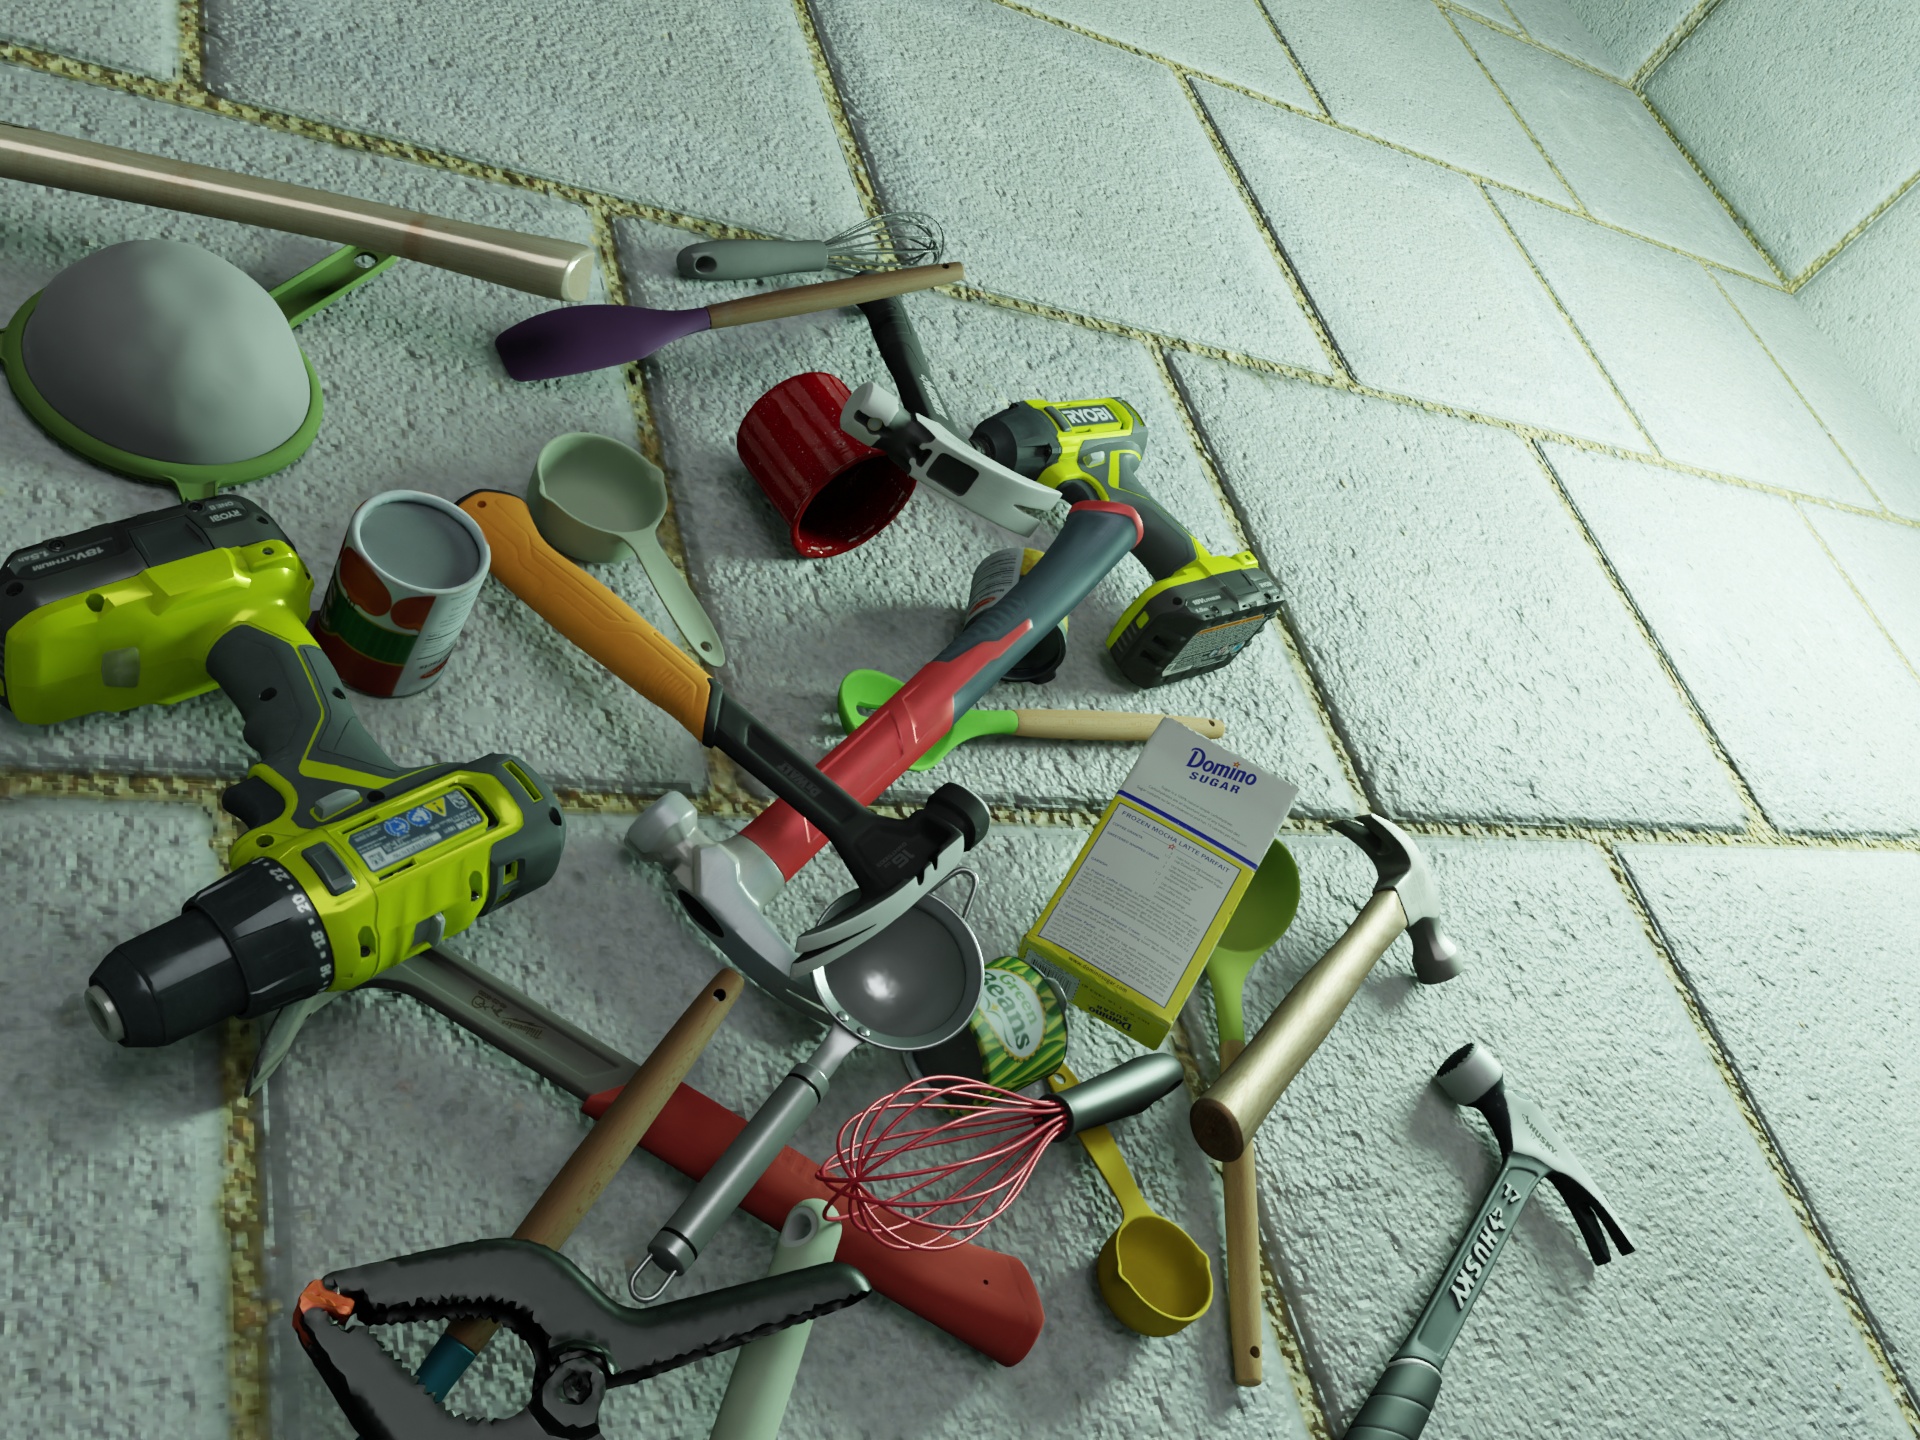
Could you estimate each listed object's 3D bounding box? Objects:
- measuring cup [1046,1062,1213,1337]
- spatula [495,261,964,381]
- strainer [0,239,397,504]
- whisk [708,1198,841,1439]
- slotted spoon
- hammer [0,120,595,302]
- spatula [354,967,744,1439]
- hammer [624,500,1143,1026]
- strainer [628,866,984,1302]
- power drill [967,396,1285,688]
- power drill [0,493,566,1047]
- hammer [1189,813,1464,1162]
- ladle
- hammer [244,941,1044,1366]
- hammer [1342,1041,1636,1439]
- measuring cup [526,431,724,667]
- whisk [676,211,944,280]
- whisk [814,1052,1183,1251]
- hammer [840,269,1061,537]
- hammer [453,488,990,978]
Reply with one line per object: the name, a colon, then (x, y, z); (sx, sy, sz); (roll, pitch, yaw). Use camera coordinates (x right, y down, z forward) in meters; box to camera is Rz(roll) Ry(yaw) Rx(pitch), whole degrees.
measuring cup: (0.074, 0.242, 0.816); (0.062, 0.029, 0.157); (5, 40, -38)
spatula: (-0.140, -0.265, 1.025); (0.316, 0.018, 0.060); (-17, 59, -22)
strainer: (-0.380, -0.226, 0.850); (0.151, 0.069, 0.256); (36, 44, -4)
whisk: (-0.091, 0.300, 0.610); (0.059, 0.058, 0.246); (57, 38, -39)
slotted spoon: (0.052, 0.004, 0.995); (0.313, 0.031, 0.070); (1, 55, -37)
hammer: (-0.404, -0.286, 0.851); (0.410, 0.038, 0.146); (5, 27, -28)
spatula: (-0.173, 0.217, 0.612); (0.082, 0.044, 0.318); (37, 57, -2)
hammer: (-0.001, -0.003, 0.891); (0.143, 0.038, 0.386); (45, 56, 3)
strainer: (-0.066, 0.158, 0.717); (0.087, 0.050, 0.258); (36, 47, 7)
power drill: (0.108, -0.135, 1.118); (0.171, 0.080, 0.223); (-15, 61, -43)
power drill: (-0.306, 0.019, 0.667); (0.229, 0.080, 0.190); (45, 45, 17)
hammer: (0.212, 0.152, 0.917); (0.331, 0.031, 0.130); (-29, 98, -53)
ladle: (0.159, 0.200, 0.883); (0.078, 0.062, 0.320); (18, 49, -16)
hammer: (-0.122, 0.191, 0.705); (0.359, 0.036, 0.149); (34, 43, -6)
hammer: (0.251, 0.338, 0.847); (0.149, 0.036, 0.409); (48, 43, 7)
measuring cup: (-0.185, -0.088, 0.898); (0.083, 0.038, 0.168); (-21, 71, -44)
whisk: (-0.104, -0.343, 1.164); (0.239, 0.055, 0.055); (-18, 67, -39)
whisk: (0.035, 0.192, 0.753); (0.295, 0.073, 0.073); (2, 52, -56)
hammer: (-0.029, -0.228, 1.051); (0.146, 0.035, 0.335); (28, 23, -26)
hammer: (-0.149, -0.013, 0.803); (0.337, 0.034, 0.127); (38, 52, 20)
